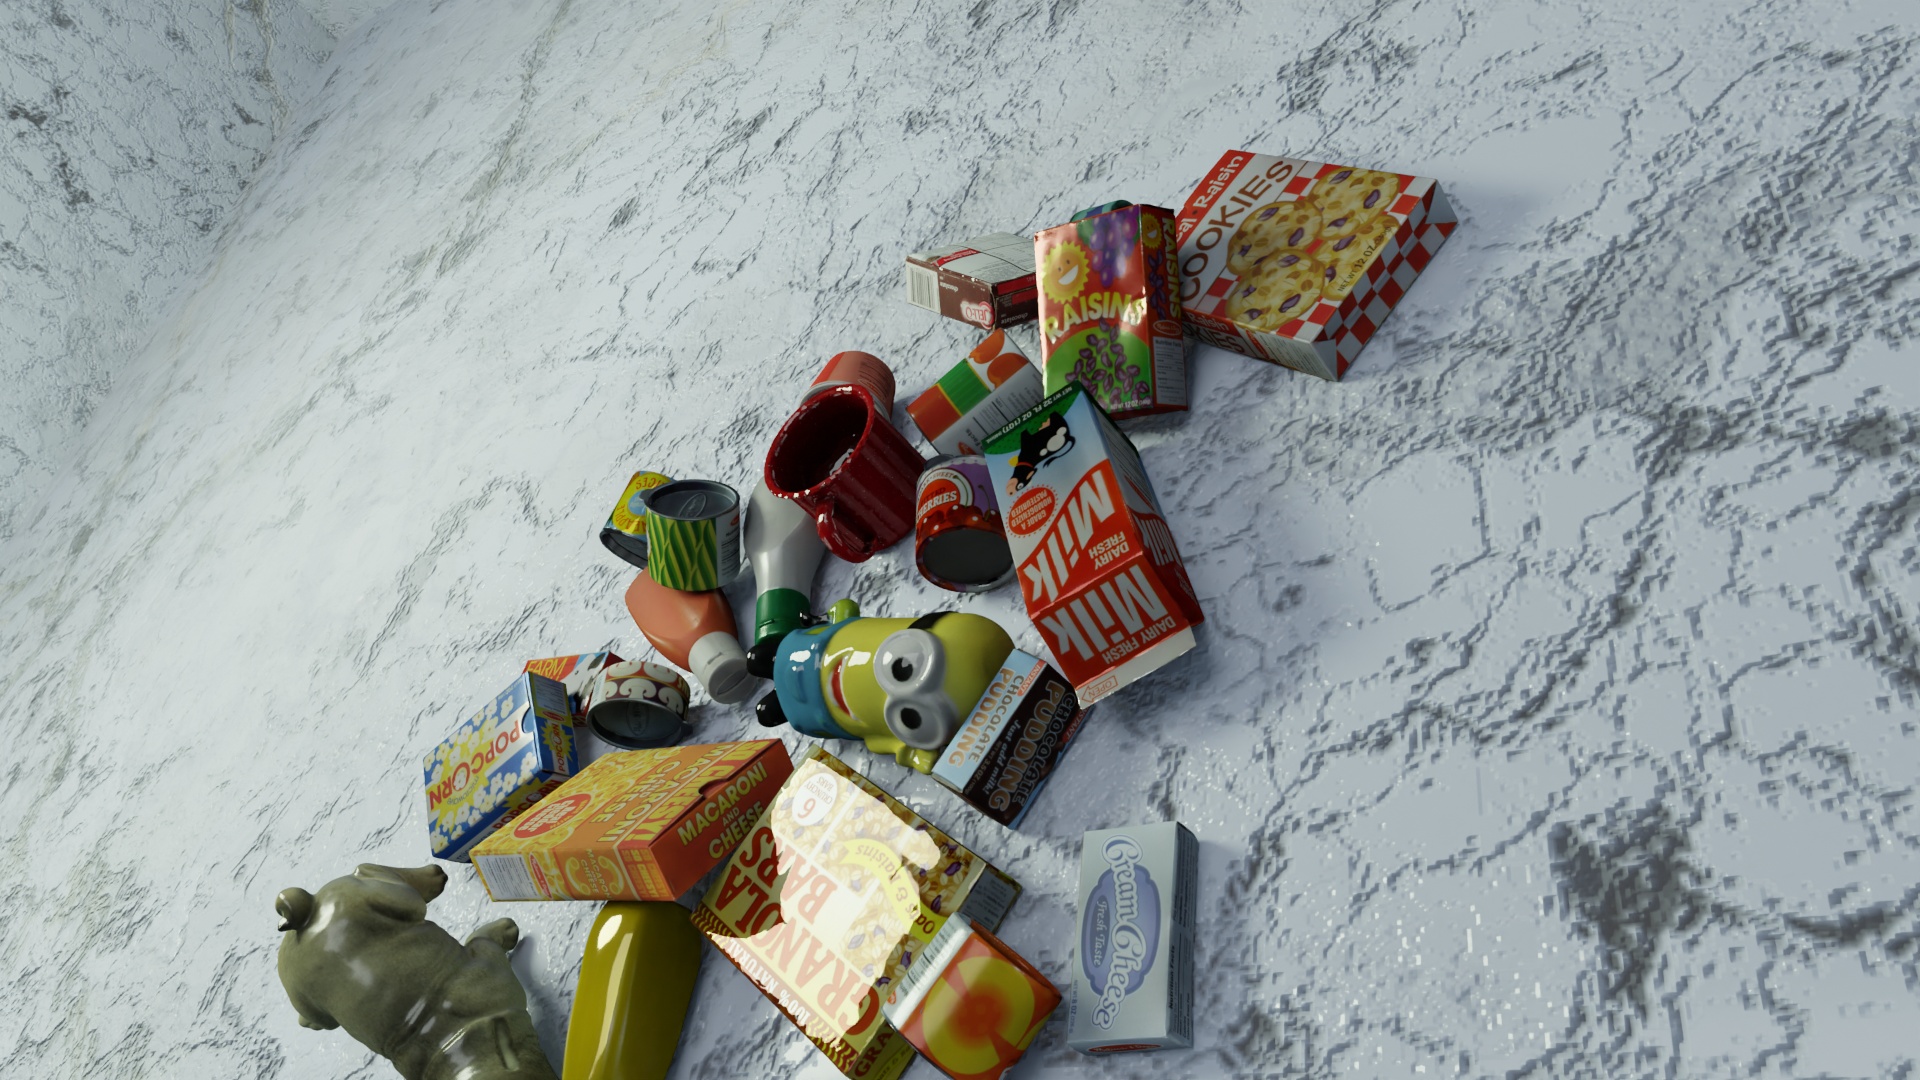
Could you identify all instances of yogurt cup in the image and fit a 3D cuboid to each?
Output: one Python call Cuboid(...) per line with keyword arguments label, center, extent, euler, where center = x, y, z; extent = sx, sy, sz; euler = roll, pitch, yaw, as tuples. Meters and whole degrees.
Cuboid(label="yogurt cup", center=(-0.079, -0.101, 1.006), extent=(0.072, 0.072, 0.054), euler=(-21, 33, 29))

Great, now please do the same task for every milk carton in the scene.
Cuboid(label="milk carton", center=(0.075, 0.005, 0.770), extent=(0.072, 0.073, 0.191), euler=(-32, 41, 17))

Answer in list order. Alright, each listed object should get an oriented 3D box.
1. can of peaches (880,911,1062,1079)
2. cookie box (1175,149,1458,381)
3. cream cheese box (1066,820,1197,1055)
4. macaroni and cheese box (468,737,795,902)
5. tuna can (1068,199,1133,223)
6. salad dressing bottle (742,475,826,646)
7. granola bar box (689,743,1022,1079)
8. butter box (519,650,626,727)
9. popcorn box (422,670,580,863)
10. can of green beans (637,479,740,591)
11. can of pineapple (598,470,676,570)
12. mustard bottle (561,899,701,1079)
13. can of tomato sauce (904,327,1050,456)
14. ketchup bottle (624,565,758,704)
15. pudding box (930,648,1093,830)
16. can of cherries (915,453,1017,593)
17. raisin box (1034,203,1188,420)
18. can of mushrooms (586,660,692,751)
Cuboid(label="can of peaches", center=(0.008, 0.219, 0.655), extent=(0.058, 0.071, 0.071), euler=(-53, 39, -8))
Cuboid(label="cookie box", center=(0.193, -0.173, 0.844), extent=(0.123, 0.040, 0.168), euler=(-52, 39, -7))
Cuboid(label="cream cheese box", center=(0.081, 0.185, 0.649), extent=(0.053, 0.024, 0.104), euler=(-16, 48, 30))
Cuboid(label="macaroni and cheese box", center=(-0.199, 0.171, 0.852), extent=(0.166, 0.040, 0.124), euler=(-11, 16, 35))
Cuboid(label="tuna can", center=(0.102, -0.192, 0.922), extent=(0.033, 0.071, 0.071), euler=(-10, 51, 36))
Cuboid(label="salad dressing bottle", center=(-0.121, 0.016, 0.961), extent=(0.064, 0.044, 0.148), euler=(-22, 45, 20))
Cuboid(label="granola bar box", center=(-0.061, 0.198, 0.753), extent=(0.166, 0.039, 0.124), euler=(23, 73, 49))
Cuboid(label="butter box", center=(-0.299, 0.114, 1.050), extent=(0.103, 0.024, 0.053), euler=(-9, 51, 37))
Cuboid(label="popcorn box", center=(-0.334, 0.165, 1.004), extent=(0.126, 0.038, 0.085), euler=(-37, 51, 21))
Cuboid(label="can of green beans", center=(-0.189, -0.004, 0.984), extent=(0.071, 0.057, 0.071), euler=(3, 27, -1))
Cuboid(label="can of pineapple", center=(-0.235, -0.014, 1.068), extent=(0.071, 0.071, 0.058), euler=(0, 58, 42))
Cuboid(label="mustard bottle", center=(-0.192, 0.283, 0.780), extent=(0.048, 0.065, 0.161), euler=(-10, 54, 31))
Cuboid(label="can of tomato sauce", center=(0.015, -0.090, 0.910), extent=(0.083, 0.071, 0.071), euler=(-40, 39, 6))
Cuboid(label="ketchup bottle", center=(-0.187, 0.062, 0.978), extent=(0.065, 0.043, 0.149), euler=(-39, 39, -8))
Cuboid(label="pudding box", center=(0.028, 0.107, 0.744), extent=(0.030, 0.049, 0.084), euler=(21, 72, 51))
Cuboid(label="can of cherries", center=(0.003, -0.011, 0.850), extent=(0.071, 0.071, 0.059), euler=(-23, 45, 26))
Cuboid(label="raisin box", center=(0.092, -0.136, 0.855), extent=(0.086, 0.040, 0.123), euler=(-6, 87, 44))
Cuboid(label="can of mushrooms", center=(-0.216, 0.114, 0.946), extent=(0.071, 0.071, 0.034), euler=(-24, 43, 26))
